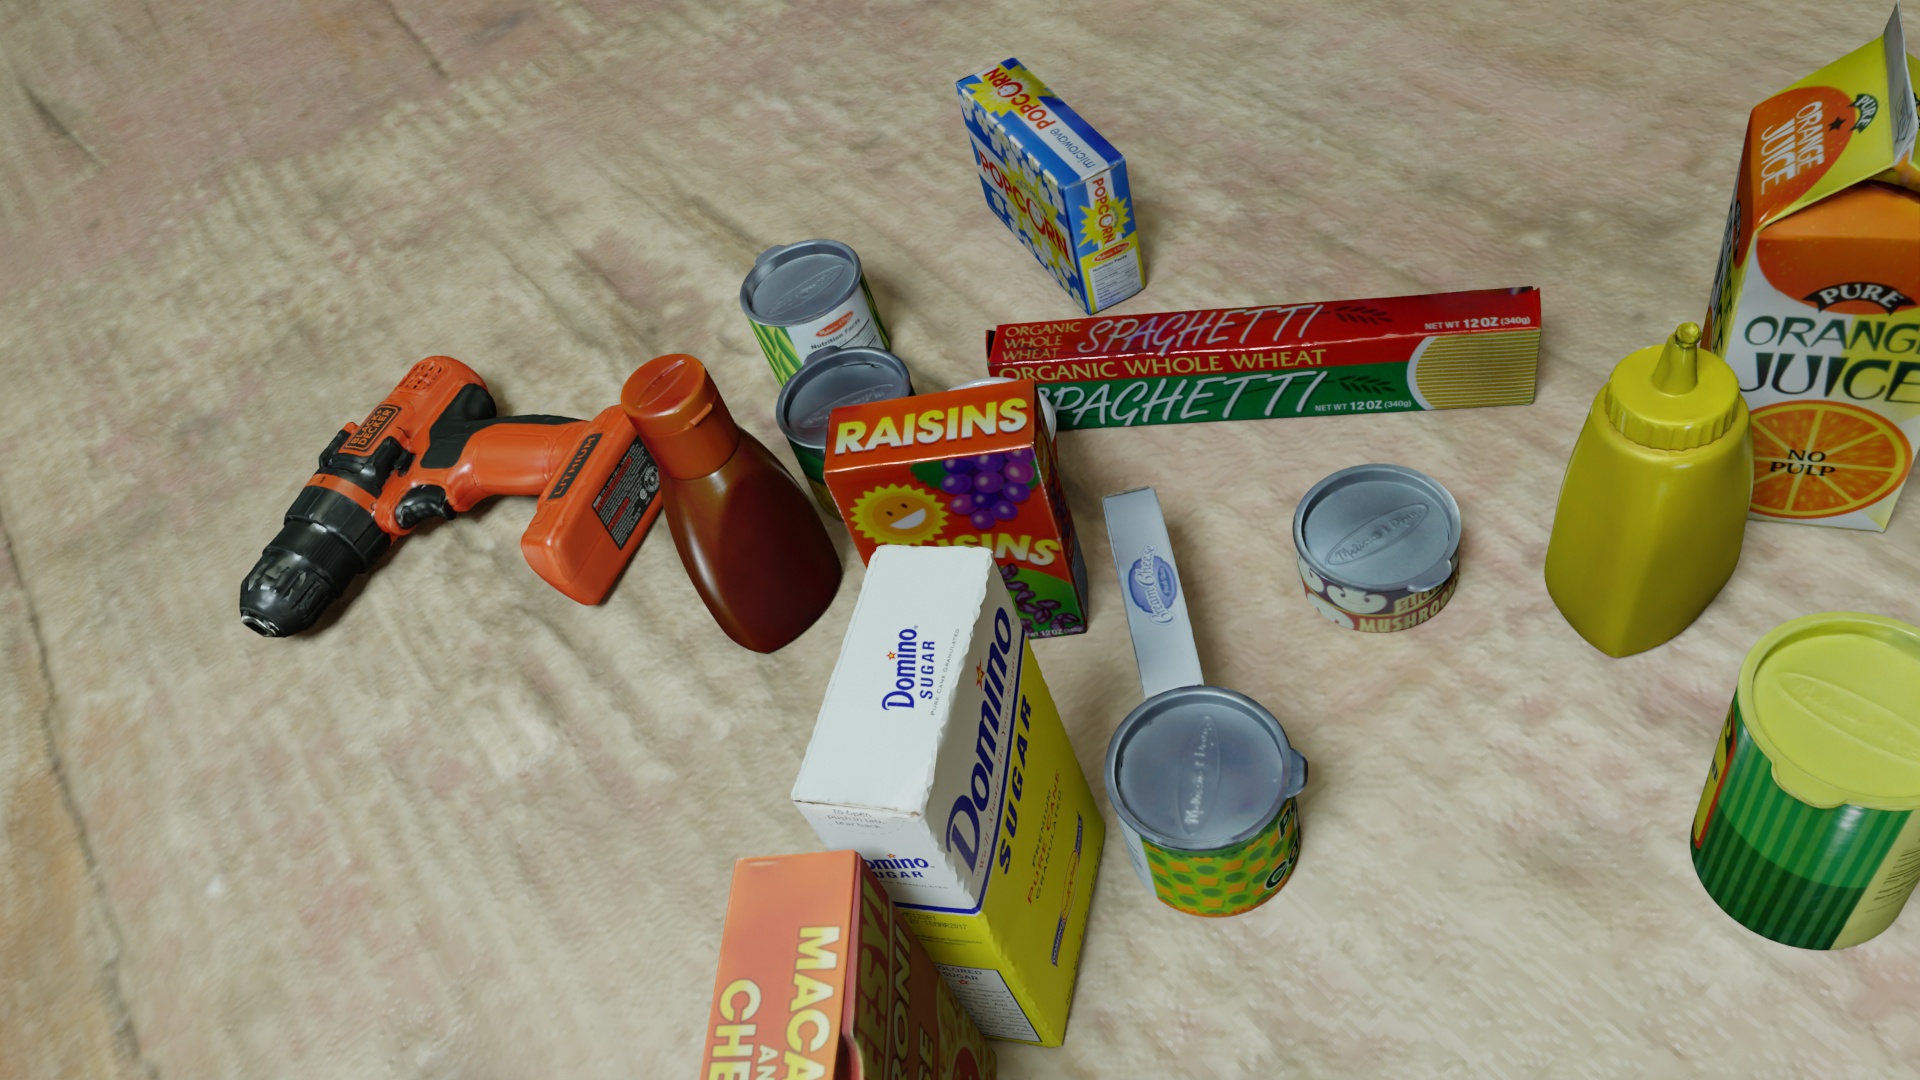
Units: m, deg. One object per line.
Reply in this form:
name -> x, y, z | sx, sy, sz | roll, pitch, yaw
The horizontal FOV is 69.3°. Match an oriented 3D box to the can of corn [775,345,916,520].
can of corn -> -0.050, -0.052, 0.675 | 0.071, 0.058, 0.071 | -9, 50, 10

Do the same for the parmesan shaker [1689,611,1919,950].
parmesan shaker -> 0.271, 0.080, 0.437 | 0.071, 0.102, 0.072 | -9, 50, 10

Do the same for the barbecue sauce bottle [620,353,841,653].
barbecue sauce bottle -> -0.099, -0.016, 0.600 | 0.044, 0.147, 0.065 | 25, 63, 33

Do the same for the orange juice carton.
orange juice carton -> 0.318, -0.092, 0.505 | 0.073, 0.191, 0.072 | 7, 54, 22

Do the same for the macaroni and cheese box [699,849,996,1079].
macaroni and cheese box -> -0.027, 0.182, 0.401 | 0.040, 0.165, 0.124 | -7, 50, 12

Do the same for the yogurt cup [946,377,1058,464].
yogurt cup -> 0.015, -0.034, 0.642 | 0.072, 0.053, 0.073 | -9, 50, 10

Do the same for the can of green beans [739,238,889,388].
can of green beans -> -0.076, -0.116, 0.736 | 0.071, 0.057, 0.071 | -9, 50, 10

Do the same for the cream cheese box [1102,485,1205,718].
cream cheese box -> 0.080, 0.034, 0.566 | 0.024, 0.053, 0.104 | -13, 49, 7

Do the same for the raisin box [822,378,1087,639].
raisin box -> 0.002, -0.007, 0.578 | 0.086, 0.122, 0.040 | -7, 50, 12

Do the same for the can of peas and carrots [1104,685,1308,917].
can of peas and carrots -> 0.092, 0.096, 0.508 | 0.071, 0.058, 0.071 | -9, 50, 10

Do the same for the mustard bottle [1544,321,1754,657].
mustard bottle -> 0.246, -0.022, 0.491 | 0.065, 0.159, 0.049 | -29, 49, -7

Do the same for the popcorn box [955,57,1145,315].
popcorn box -> 0.048, -0.190, 0.741 | 0.038, 0.085, 0.127 | -28, 49, -6

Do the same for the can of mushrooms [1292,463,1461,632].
can of mushrooms -> 0.174, 0.005, 0.575 | 0.071, 0.033, 0.071 | -9, 50, 10

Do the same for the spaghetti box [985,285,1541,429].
spaghetti box -> 0.136, -0.082, 0.648 | 0.250, 0.050, 0.029 | -2, 51, 16
